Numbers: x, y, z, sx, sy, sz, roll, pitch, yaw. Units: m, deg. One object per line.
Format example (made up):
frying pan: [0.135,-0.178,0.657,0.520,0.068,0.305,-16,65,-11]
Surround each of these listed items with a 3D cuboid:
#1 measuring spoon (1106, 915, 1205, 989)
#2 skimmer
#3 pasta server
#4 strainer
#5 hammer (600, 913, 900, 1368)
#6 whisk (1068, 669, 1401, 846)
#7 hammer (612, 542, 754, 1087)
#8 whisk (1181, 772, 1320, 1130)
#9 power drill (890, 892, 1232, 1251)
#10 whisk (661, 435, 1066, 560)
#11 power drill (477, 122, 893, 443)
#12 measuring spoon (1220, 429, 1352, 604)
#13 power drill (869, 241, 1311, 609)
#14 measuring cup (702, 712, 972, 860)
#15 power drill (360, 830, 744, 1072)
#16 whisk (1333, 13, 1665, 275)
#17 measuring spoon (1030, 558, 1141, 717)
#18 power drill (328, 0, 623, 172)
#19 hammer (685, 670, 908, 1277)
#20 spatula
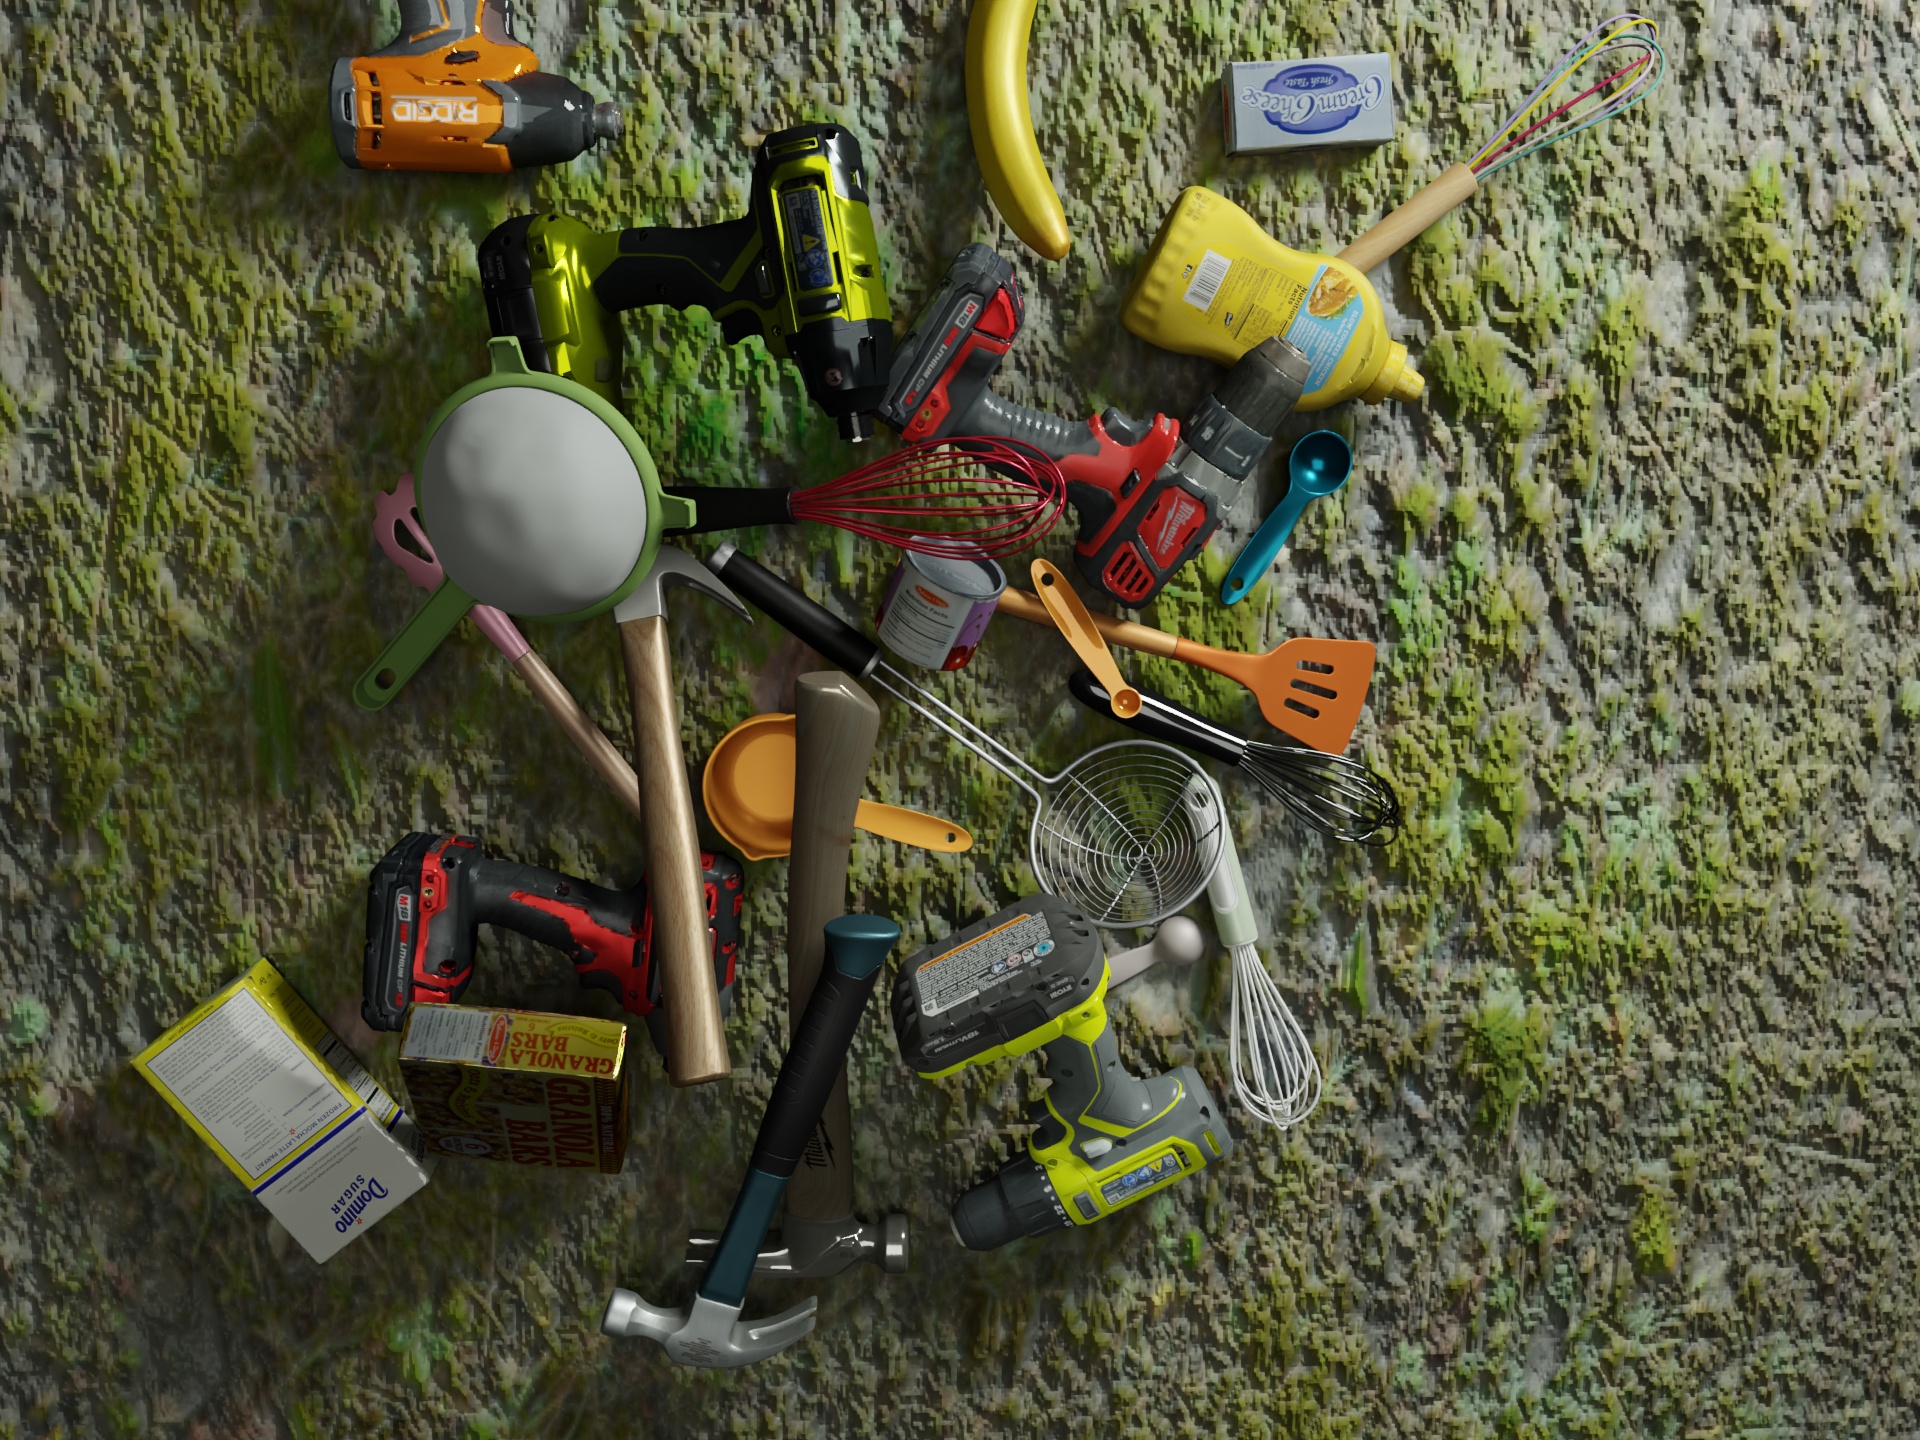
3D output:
measuring spoon: [0.107,0.167,1.058,0.124,0.018,0.034,-25,99,-1]
skimmer: [-0.002,-0.003,0.989,0.363,0.090,0.127,35,80,-7]
pasta server: [-0.258,-0.020,1.001,0.060,0.040,0.316,-37,103,1]
strainer: [-0.286,-0.084,0.920,0.151,0.069,0.256,43,111,-10]
hammer: [-0.114,0.266,0.990,0.128,0.033,0.331,20,106,-7]
whisk: [0.179,0.022,1.032,0.239,0.055,0.055,23,95,-3]
hammer: [-0.173,0.049,0.948,0.130,0.031,0.331,-11,75,2]
whisk: [0.186,0.153,1.050,0.058,0.059,0.246,-13,95,25]
power drill: [0.048,0.236,1.006,0.190,0.080,0.228,-27,121,4]
whisk: [-0.080,-0.128,0.943,0.296,0.073,0.073,0,98,20]
power drill: [-0.152,-0.233,0.919,0.223,0.080,0.171,-7,99,15]
measuring spoon: [0.205,-0.131,1.032,0.042,0.021,0.128,30,103,-15]
power drill: [0.079,-0.195,0.959,0.226,0.080,0.188,33,113,-10]
measuring cup: [-0.077,0.050,1.011,0.173,0.052,0.095,17,96,-9]
power drill: [-0.249,0.145,0.991,0.219,0.078,0.143,6,100,-4]
whisk: [0.338,-0.353,1.001,0.245,0.047,0.051,-37,87,5]
measuring spoon: [0.079,-0.052,1.006,0.021,0.011,0.117,-33,92,7]
power drill: [-0.280,-0.434,0.918,0.164,0.084,0.226,0,102,-6]
hammer: [-0.099,0.169,0.996,0.146,0.038,0.410,1,108,-4]
spatula: [0.113,-0.054,1.029,0.322,0.041,0.081,16,96,-3]
